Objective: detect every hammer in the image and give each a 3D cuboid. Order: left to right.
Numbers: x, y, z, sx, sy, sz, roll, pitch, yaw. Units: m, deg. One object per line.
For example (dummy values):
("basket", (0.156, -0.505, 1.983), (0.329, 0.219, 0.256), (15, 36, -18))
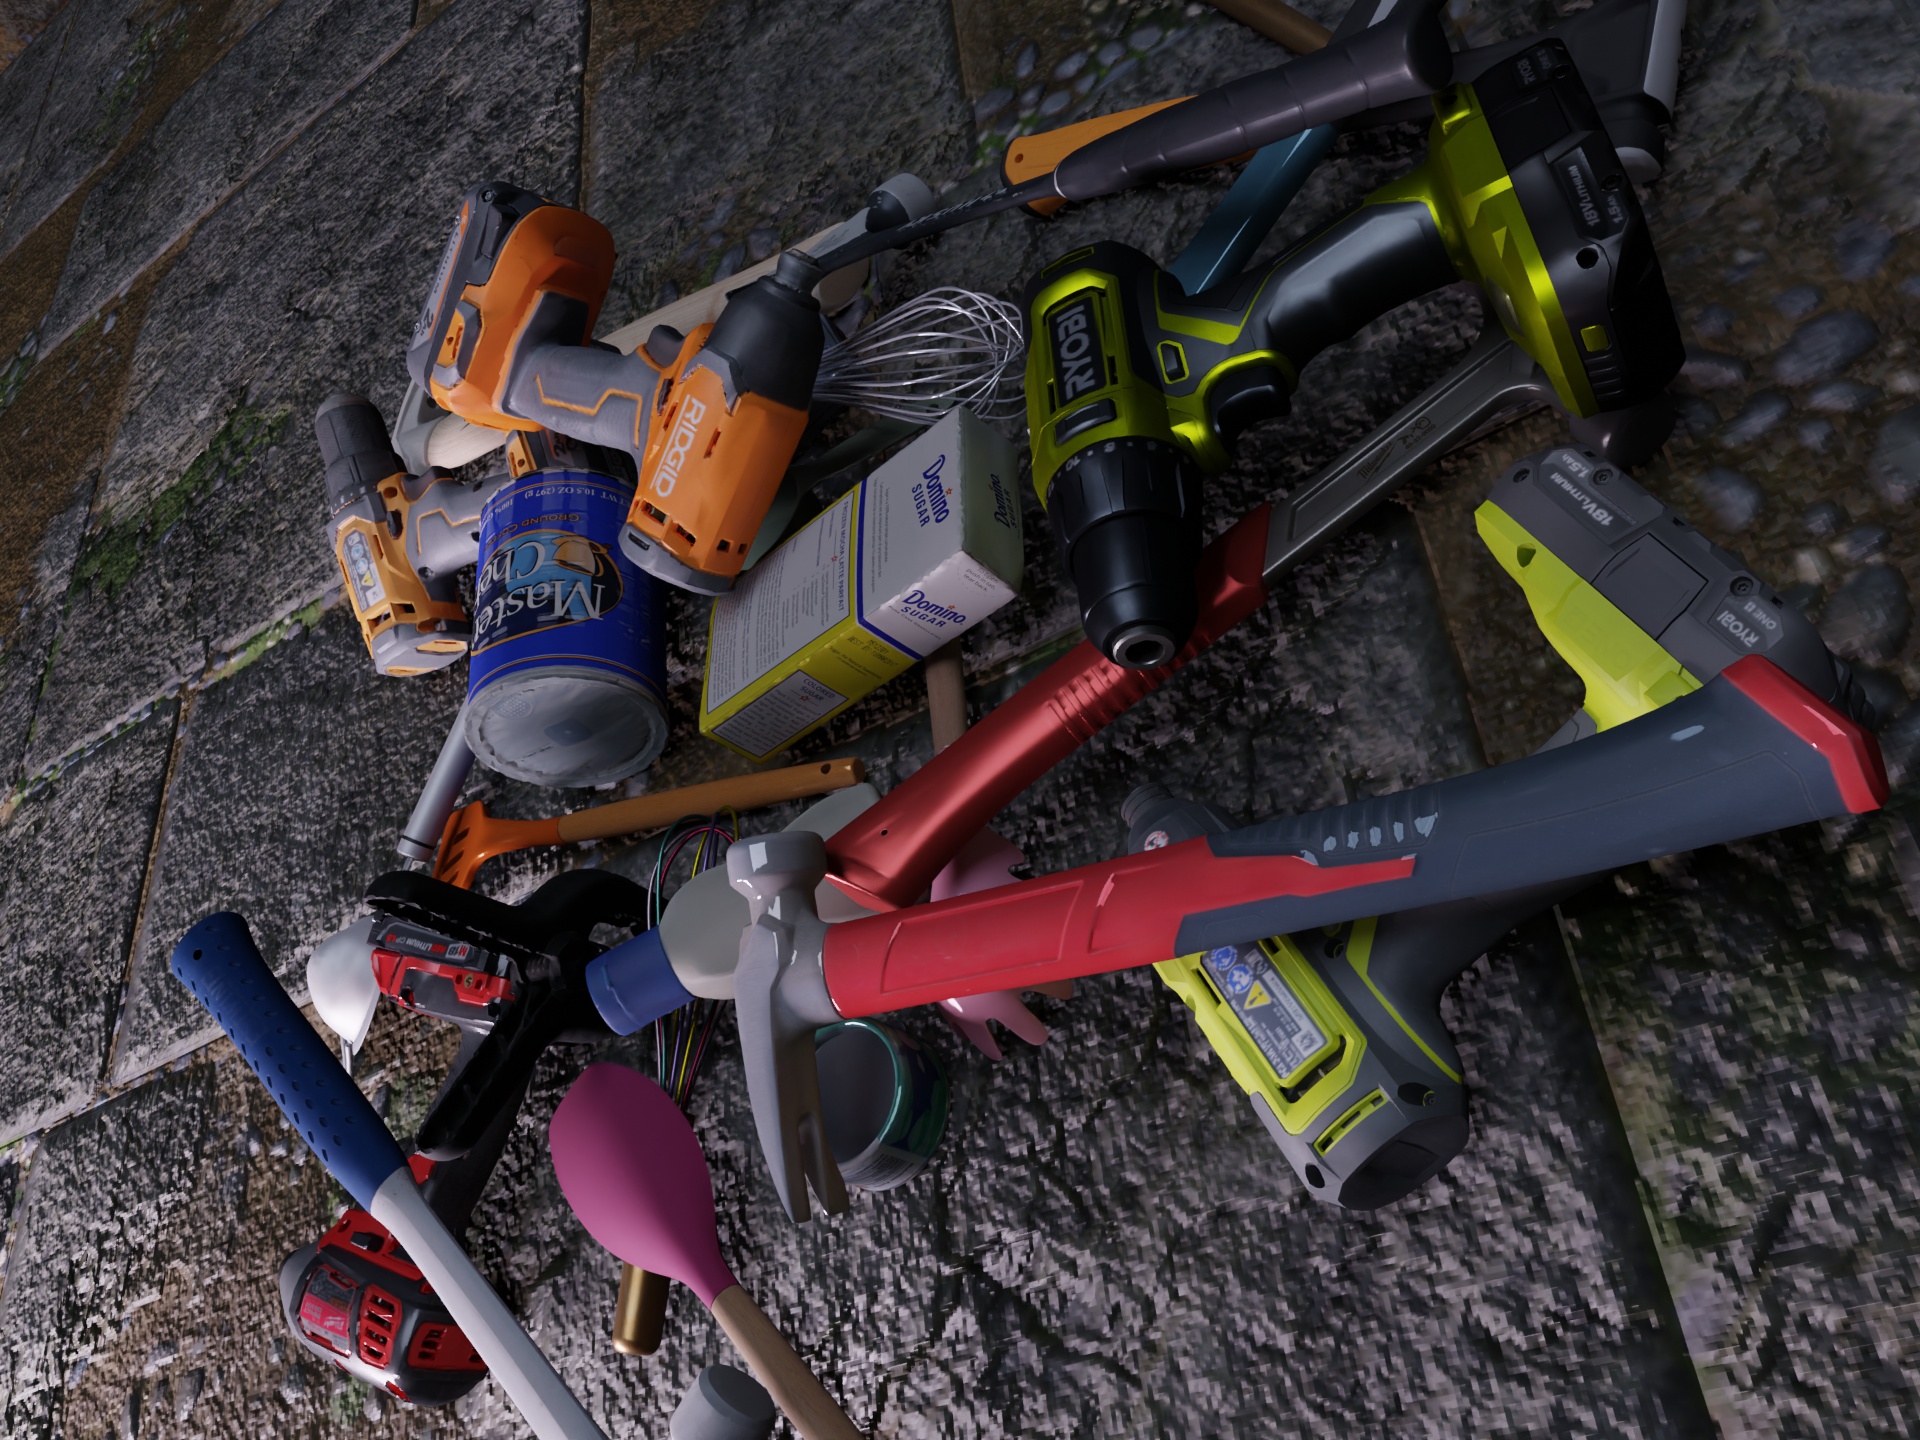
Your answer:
("hammer", (-0.246, 0.216, 0.690), (0.406, 0.035, 0.144), (35, 93, 34))
("hammer", (-0.226, -0.234, 1.015), (0.410, 0.038, 0.146), (-14, 57, 33))
("hammer", (0.039, -0.236, 0.699), (0.149, 0.036, 0.409), (-41, 25, -27))
("hammer", (0.086, -0.050, 0.628), (0.359, 0.036, 0.149), (-38, 48, 7))
("hammer", (0.078, 0.070, 0.501), (0.386, 0.038, 0.143), (-17, 76, 34))
("hammer", (0.152, -0.284, 0.722), (0.337, 0.034, 0.127), (5, 85, 43))
("hammer", (0.158, -0.267, 0.668), (0.331, 0.033, 0.128), (-53, 51, 23))

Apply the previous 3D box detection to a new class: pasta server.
("pasta server", (-0.001, -0.002, 0.711), (0.060, 0.040, 0.317), (-27, 48, 25))

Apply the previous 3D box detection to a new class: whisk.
("whisk", (-0.126, 0.153, 0.714), (0.047, 0.051, 0.245), (-8, 65, 30))
("whisk", (-0.069, -0.175, 0.804), (0.285, 0.070, 0.070), (5, 70, 46))

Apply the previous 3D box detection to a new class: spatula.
("spatula", (-0.180, 0.056, 0.826), (0.322, 0.041, 0.081), (-12, 57, 30))

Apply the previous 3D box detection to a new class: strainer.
("strainer", (-0.311, 0.079, 0.893), (0.087, 0.050, 0.258), (4, 70, 63))

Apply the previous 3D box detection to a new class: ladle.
("ladle", (0.106, -0.403, 0.825), (0.078, 0.062, 0.321), (-41, 49, 6))

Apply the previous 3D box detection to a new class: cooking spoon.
("cooking spoon", (-0.077, 0.242, 0.616), (0.319, 0.017, 0.069), (37, 94, 38))

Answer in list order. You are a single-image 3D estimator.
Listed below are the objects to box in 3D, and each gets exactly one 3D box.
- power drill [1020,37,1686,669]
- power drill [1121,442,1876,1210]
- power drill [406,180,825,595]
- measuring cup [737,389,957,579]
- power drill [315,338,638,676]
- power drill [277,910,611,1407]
("power drill", (0.129, -0.128, 0.577), (0.228, 0.080, 0.191), (-21, 51, 23))
("power drill", (0.159, 0.026, 0.529), (0.223, 0.080, 0.171), (-45, 47, 14))
("power drill", (-0.164, -0.183, 0.787), (0.227, 0.084, 0.164), (35, 107, 28))
("measuring cup", (-0.067, -0.117, 0.823), (0.167, 0.038, 0.083), (-28, 49, 13))
("power drill", (-0.299, -0.153, 0.964), (0.226, 0.084, 0.185), (-28, 77, 27))
("power drill", (-0.261, 0.202, 0.775), (0.143, 0.078, 0.220), (1, 71, 39))
